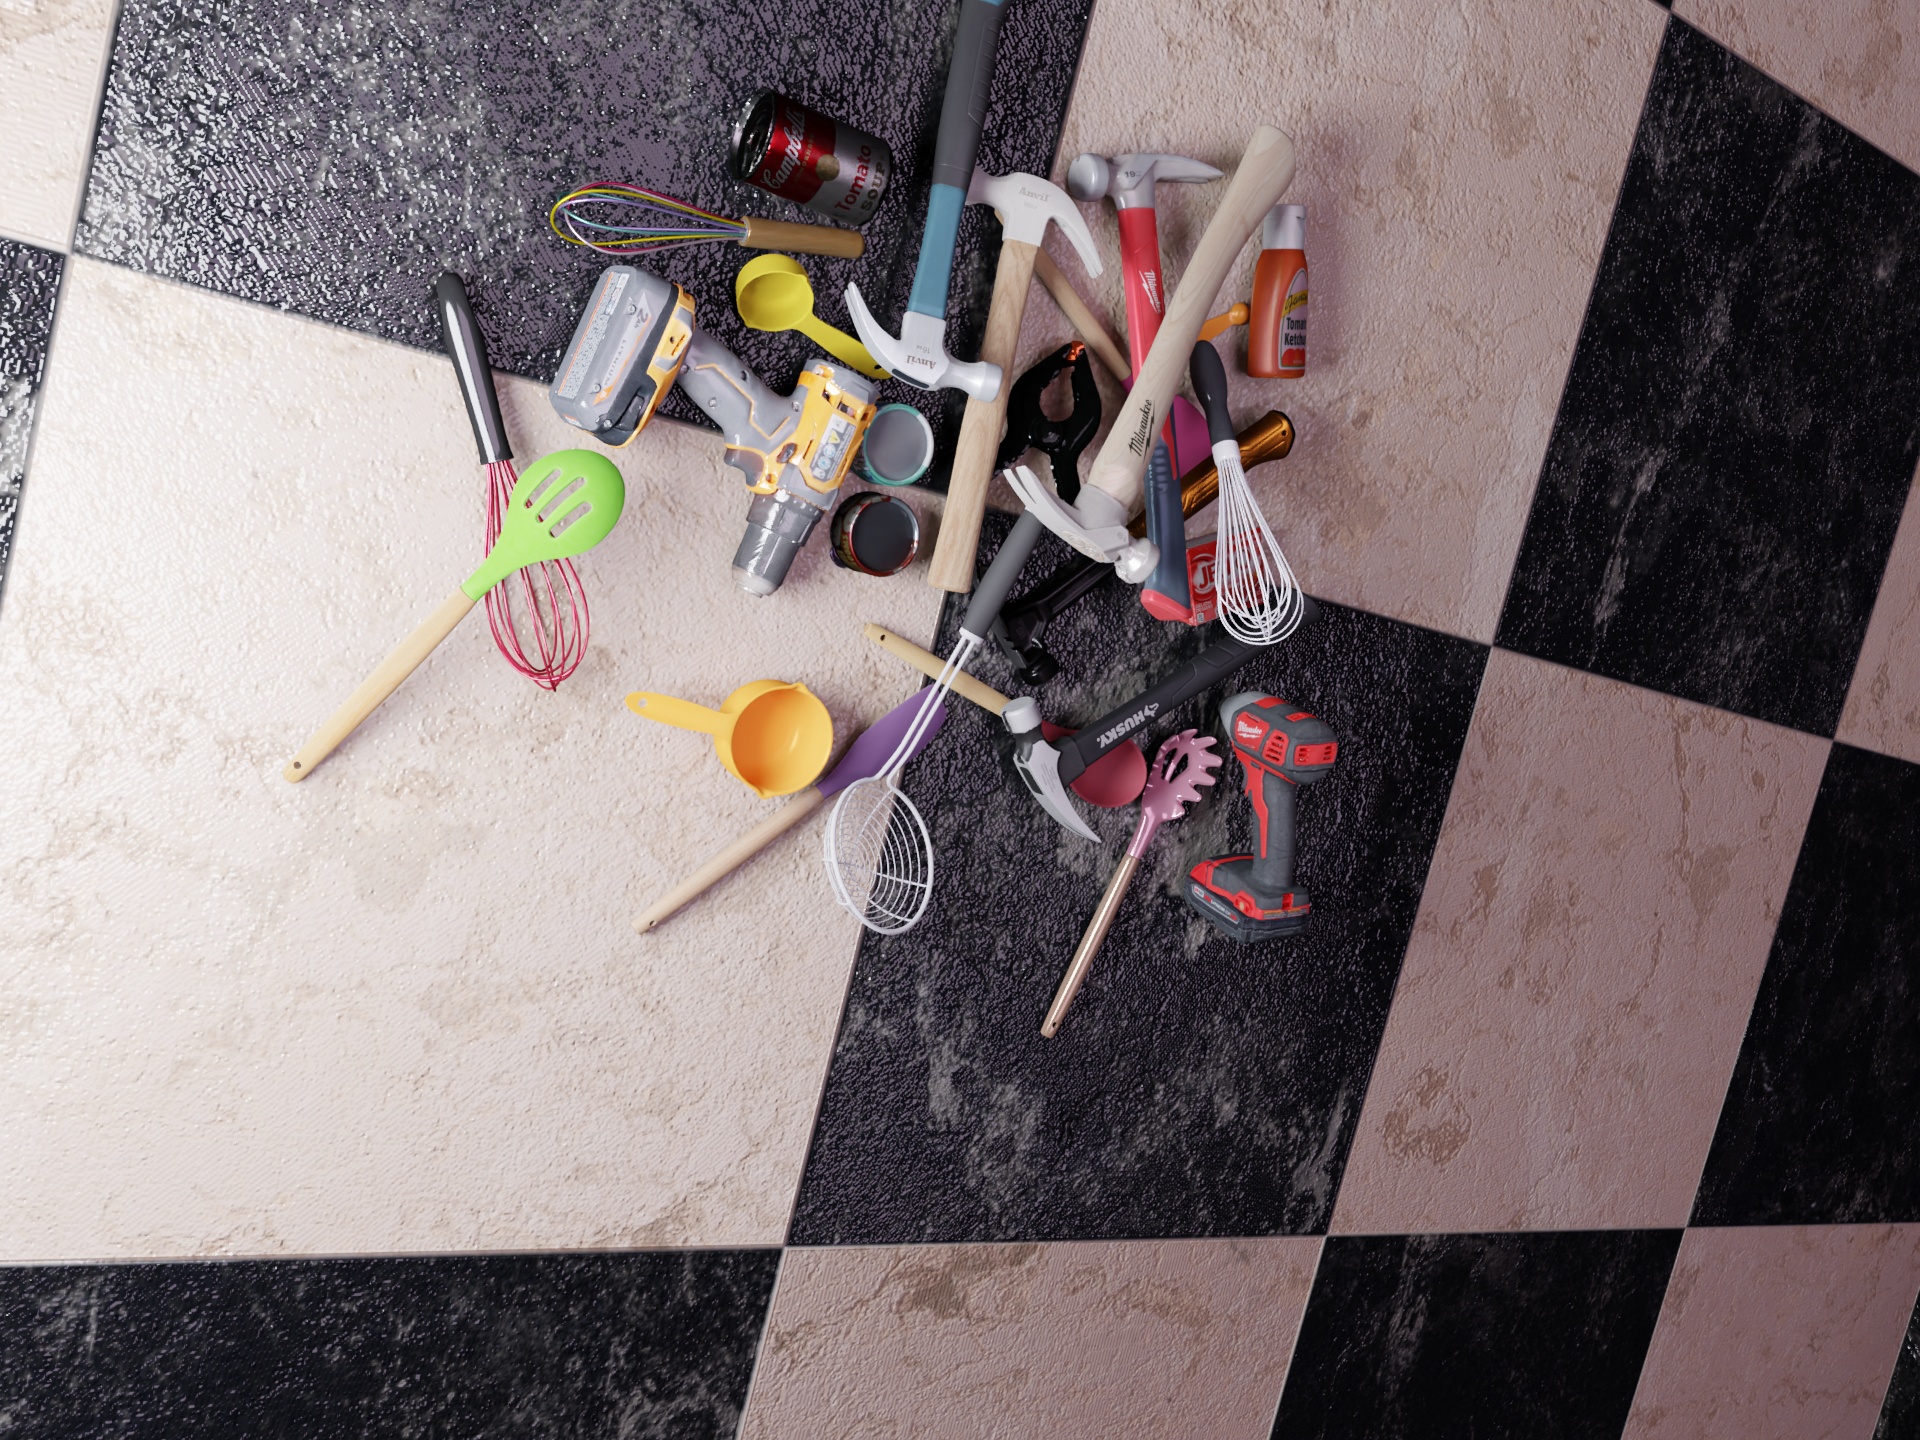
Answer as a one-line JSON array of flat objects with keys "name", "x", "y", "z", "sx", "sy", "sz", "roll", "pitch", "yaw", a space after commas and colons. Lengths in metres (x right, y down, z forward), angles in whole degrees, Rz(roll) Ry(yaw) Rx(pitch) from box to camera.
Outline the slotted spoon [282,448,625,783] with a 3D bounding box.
[{"name": "slotted spoon", "x": -0.350, "y": -0.067, "z": 1.081, "sx": 0.314, "sy": 0.031, "sz": 0.070, "roll": -43, "pitch": 88, "yaw": 6}]

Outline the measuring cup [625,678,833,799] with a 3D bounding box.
[{"name": "measuring cup", "x": -0.185, "y": 0.001, "z": 1.230, "sx": 0.173, "sy": 0.052, "sz": 0.095, "roll": 17, "pitch": 93, "yaw": -31}]

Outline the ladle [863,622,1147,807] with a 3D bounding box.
[{"name": "ladle", "x": 0.041, "y": -0.008, "z": 1.376, "sx": 0.315, "sy": 0.031, "sz": 0.069, "roll": 30, "pitch": 90, "yaw": -31}]

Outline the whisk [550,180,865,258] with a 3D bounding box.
[{"name": "whisk", "x": -0.180, "y": -0.357, "z": 1.157, "sx": 0.245, "sy": 0.051, "sz": 0.047, "roll": -4, "pitch": 125, "yaw": -34}]

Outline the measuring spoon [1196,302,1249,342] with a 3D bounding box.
[{"name": "measuring spoon", "x": 0.213, "y": -0.340, "z": 1.404, "sx": 0.117, "sy": 0.011, "sz": 0.021, "roll": -31, "pitch": 116, "yaw": -21}]

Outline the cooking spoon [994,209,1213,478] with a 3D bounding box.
[{"name": "cooking spoon", "x": 0.126, "y": -0.314, "z": 1.356, "sx": 0.069, "sy": 0.017, "sz": 0.318, "roll": -47, "pitch": 121, "yaw": -6}]

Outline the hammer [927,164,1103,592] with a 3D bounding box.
[{"name": "hammer", "x": 0.027, "y": -0.266, "z": 1.271, "sx": 0.130, "sy": 0.031, "sz": 0.331, "roll": 11, "pitch": 96, "yaw": -9}]

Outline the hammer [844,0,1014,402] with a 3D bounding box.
[{"name": "hammer", "x": -0.005, "y": -0.416, "z": 1.212, "sx": 0.128, "sy": 0.033, "sz": 0.331, "roll": 11, "pitch": 86, "yaw": -13}]

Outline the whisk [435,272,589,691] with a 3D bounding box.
[{"name": "whisk", "x": -0.318, "y": -0.162, "z": 1.109, "sx": 0.073, "sy": 0.073, "sz": 0.295, "roll": -18, "pitch": 105, "yaw": -26}]

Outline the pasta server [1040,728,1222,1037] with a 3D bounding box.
[{"name": "pasta server", "x": 0.151, "y": 0.152, "z": 1.473, "sx": 0.060, "sy": 0.040, "sz": 0.316, "roll": 26, "pitch": 89, "yaw": -16}]

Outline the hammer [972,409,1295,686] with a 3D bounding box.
[{"name": "hammer", "x": 0.160, "y": -0.175, "z": 1.390, "sx": 0.337, "sy": 0.034, "sz": 0.127, "roll": -38, "pitch": 119, "yaw": -14}]

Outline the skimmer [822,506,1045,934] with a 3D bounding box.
[{"name": "skimmer", "x": -0.002, "y": -0.004, "z": 1.285, "sx": 0.127, "sy": 0.090, "sz": 0.363, "roll": 23, "pitch": 98, "yaw": -48}]

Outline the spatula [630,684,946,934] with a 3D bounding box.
[{"name": "spatula", "x": -0.135, "y": 0.076, "z": 1.297, "sx": 0.316, "sy": 0.018, "sz": 0.059, "roll": -36, "pitch": 135, "yaw": -18}]

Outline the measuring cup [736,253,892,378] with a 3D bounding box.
[{"name": "measuring cup", "x": -0.107, "y": -0.305, "z": 1.214, "sx": 0.062, "sy": 0.029, "sz": 0.156, "roll": -33, "pitch": 144, "yaw": 28}]

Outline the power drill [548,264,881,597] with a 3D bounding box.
[{"name": "power drill", "x": -0.183, "y": -0.207, "z": 1.167, "sx": 0.226, "sy": 0.084, "sz": 0.185, "roll": 23, "pitch": 91, "yaw": -37}]

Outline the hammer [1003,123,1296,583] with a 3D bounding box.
[{"name": "hammer", "x": 0.173, "y": -0.323, "z": 1.299, "sx": 0.146, "sy": 0.038, "sz": 0.411, "roll": 33, "pitch": 74, "yaw": -27}]

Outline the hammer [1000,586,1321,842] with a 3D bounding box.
[{"name": "hammer", "x": 0.195, "y": -0.023, "z": 1.422, "sx": 0.335, "sy": 0.035, "sz": 0.146, "roll": -31, "pitch": 111, "yaw": -21}]

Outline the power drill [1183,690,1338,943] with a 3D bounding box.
[{"name": "power drill", "x": 0.275, "y": 0.083, "z": 1.477, "sx": 0.078, "sy": 0.143, "sz": 0.219, "roll": -4, "pitch": 110, "yaw": -26}]

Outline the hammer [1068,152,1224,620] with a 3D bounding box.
[{"name": "hammer", "x": 0.175, "y": -0.279, "z": 1.345, "sx": 0.143, "sy": 0.038, "sz": 0.386, "roll": -9, "pitch": 96, "yaw": -31}]

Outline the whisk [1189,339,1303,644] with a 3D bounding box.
[{"name": "whisk", "x": 0.235, "y": -0.198, "z": 1.356, "sx": 0.070, "sy": 0.070, "sz": 0.285, "roll": 1, "pitch": 71, "yaw": -31}]
